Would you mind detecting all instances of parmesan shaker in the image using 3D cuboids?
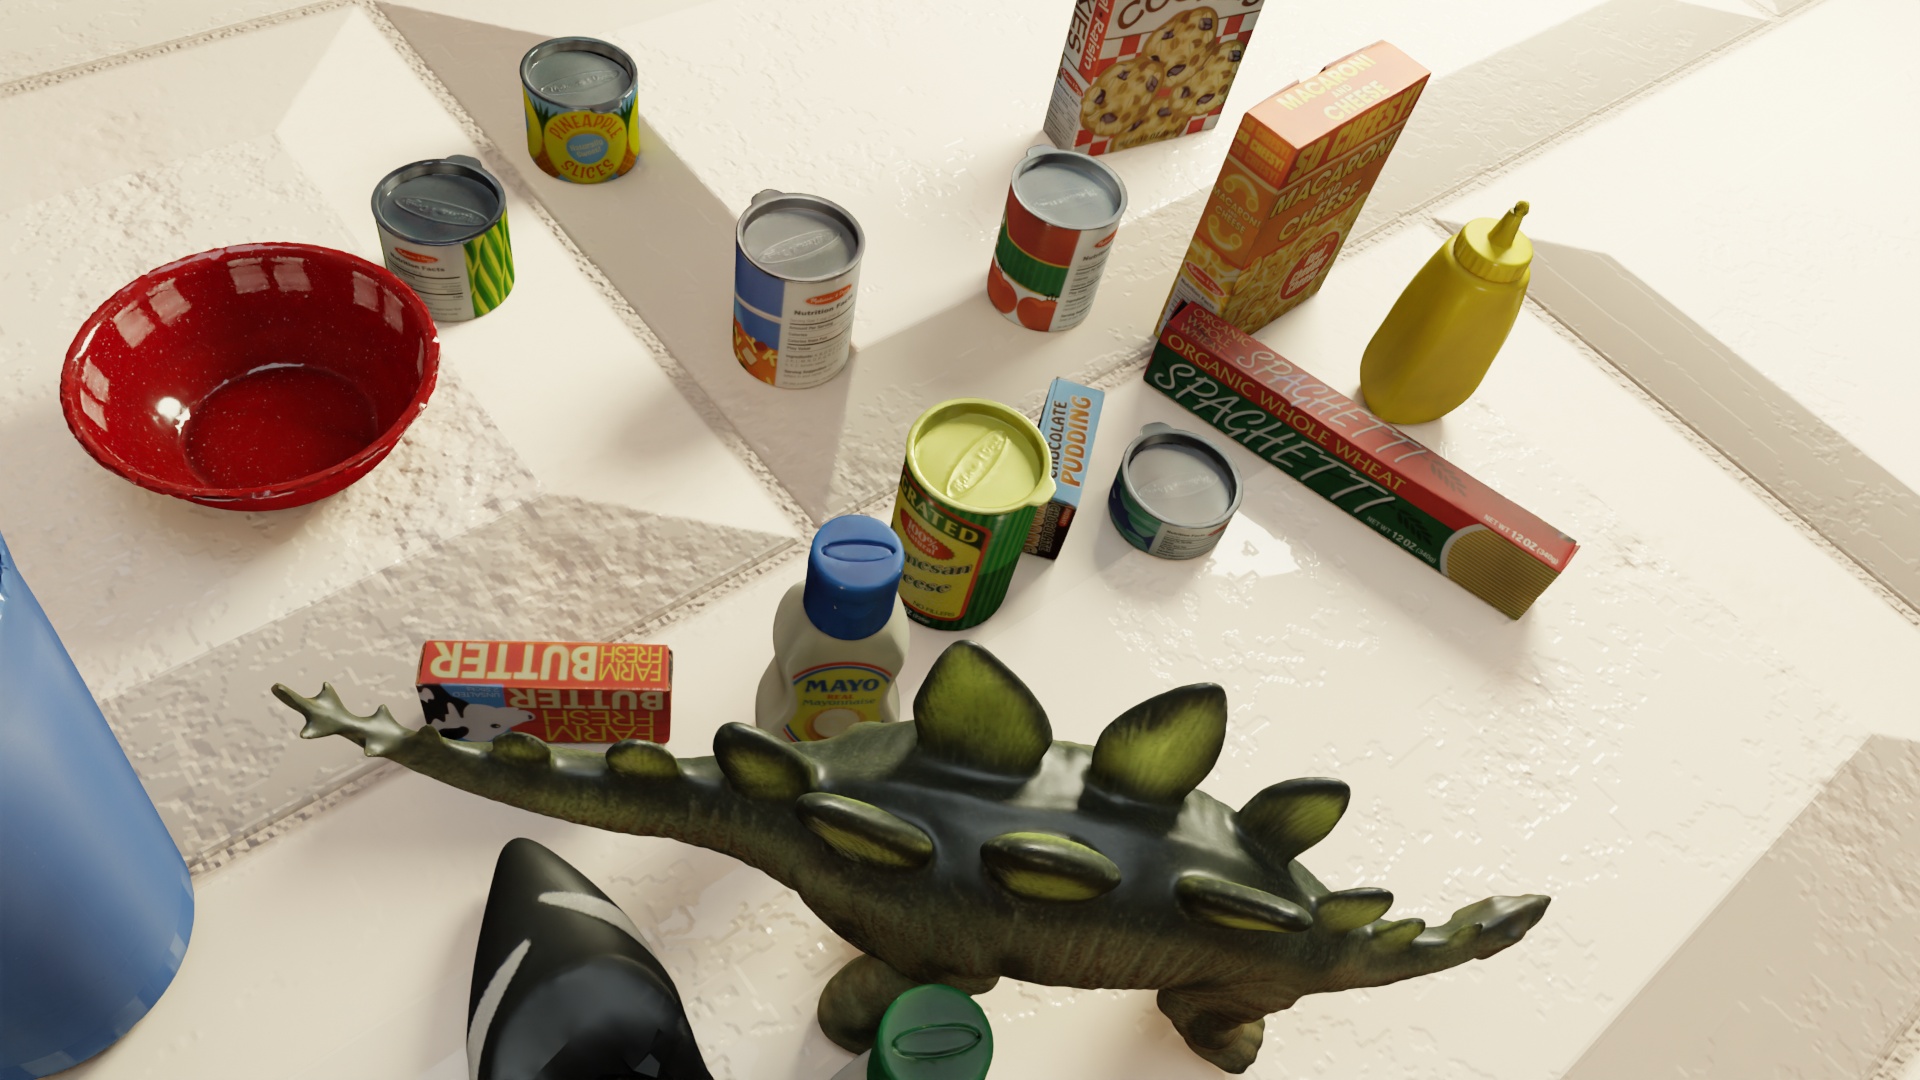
[{"bbox_3d":[0.002,-0.008,0.660,0.071,0.102,0.071,6,54,-8],"label":"parmesan shaker"}]

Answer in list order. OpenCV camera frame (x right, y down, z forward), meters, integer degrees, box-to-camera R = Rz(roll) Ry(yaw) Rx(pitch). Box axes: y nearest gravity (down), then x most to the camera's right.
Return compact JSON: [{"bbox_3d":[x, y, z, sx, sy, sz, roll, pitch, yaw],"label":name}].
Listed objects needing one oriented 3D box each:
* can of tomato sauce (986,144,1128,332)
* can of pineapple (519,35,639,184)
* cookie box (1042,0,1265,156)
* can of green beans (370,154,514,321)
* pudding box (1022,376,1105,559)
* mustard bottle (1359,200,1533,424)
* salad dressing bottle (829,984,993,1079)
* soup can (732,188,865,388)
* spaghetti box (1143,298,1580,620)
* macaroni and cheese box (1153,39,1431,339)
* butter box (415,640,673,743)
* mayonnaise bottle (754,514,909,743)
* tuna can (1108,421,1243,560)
[{"bbox_3d":[0.053,-0.173,0.802,0.071,0.082,0.071,6,54,-8],"label":"can of tomato sauce"},{"bbox_3d":[-0.223,-0.251,0.817,0.071,0.057,0.071,6,54,-8],"label":"can of pineapple"},{"bbox_3d":[0.129,-0.328,0.877,0.123,0.166,0.040,-19,61,-23],"label":"cookie box"},{"bbox_3d":[-0.274,-0.160,0.741,0.071,0.057,0.071,6,54,-8],"label":"can of green beans"},{"bbox_3d":[0.050,-0.038,0.725,0.030,0.049,0.084,16,53,0],"label":"pudding box"},{"bbox_3d":[0.276,-0.130,0.769,0.065,0.159,0.049,-6,56,-15],"label":"mustard bottle"},{"bbox_3d":[-0.018,0.195,0.482,0.064,0.146,0.044,-2,55,-13],"label":"salad dressing bottle"},{"bbox_3d":[-0.089,-0.134,0.744,0.071,0.083,0.072,6,54,-8],"label":"soup can"},{"bbox_3d":[0.213,-0.047,0.764,0.250,0.050,0.029,35,56,14],"label":"spaghetti box"},{"bbox_3d":[0.184,-0.188,0.788,0.124,0.165,0.040,-34,67,-30],"label":"macaroni and cheese box"},{"bbox_3d":[-0.177,0.066,0.601,0.103,0.052,0.024,2,55,-10],"label":"butter box"},{"bbox_3d":[-0.051,0.046,0.582,0.065,0.147,0.041,0,55,-11],"label":"mayonnaise bottle"},{"bbox_3d":[0.113,-0.026,0.740,0.071,0.032,0.071,6,54,-8],"label":"tuna can"}]
